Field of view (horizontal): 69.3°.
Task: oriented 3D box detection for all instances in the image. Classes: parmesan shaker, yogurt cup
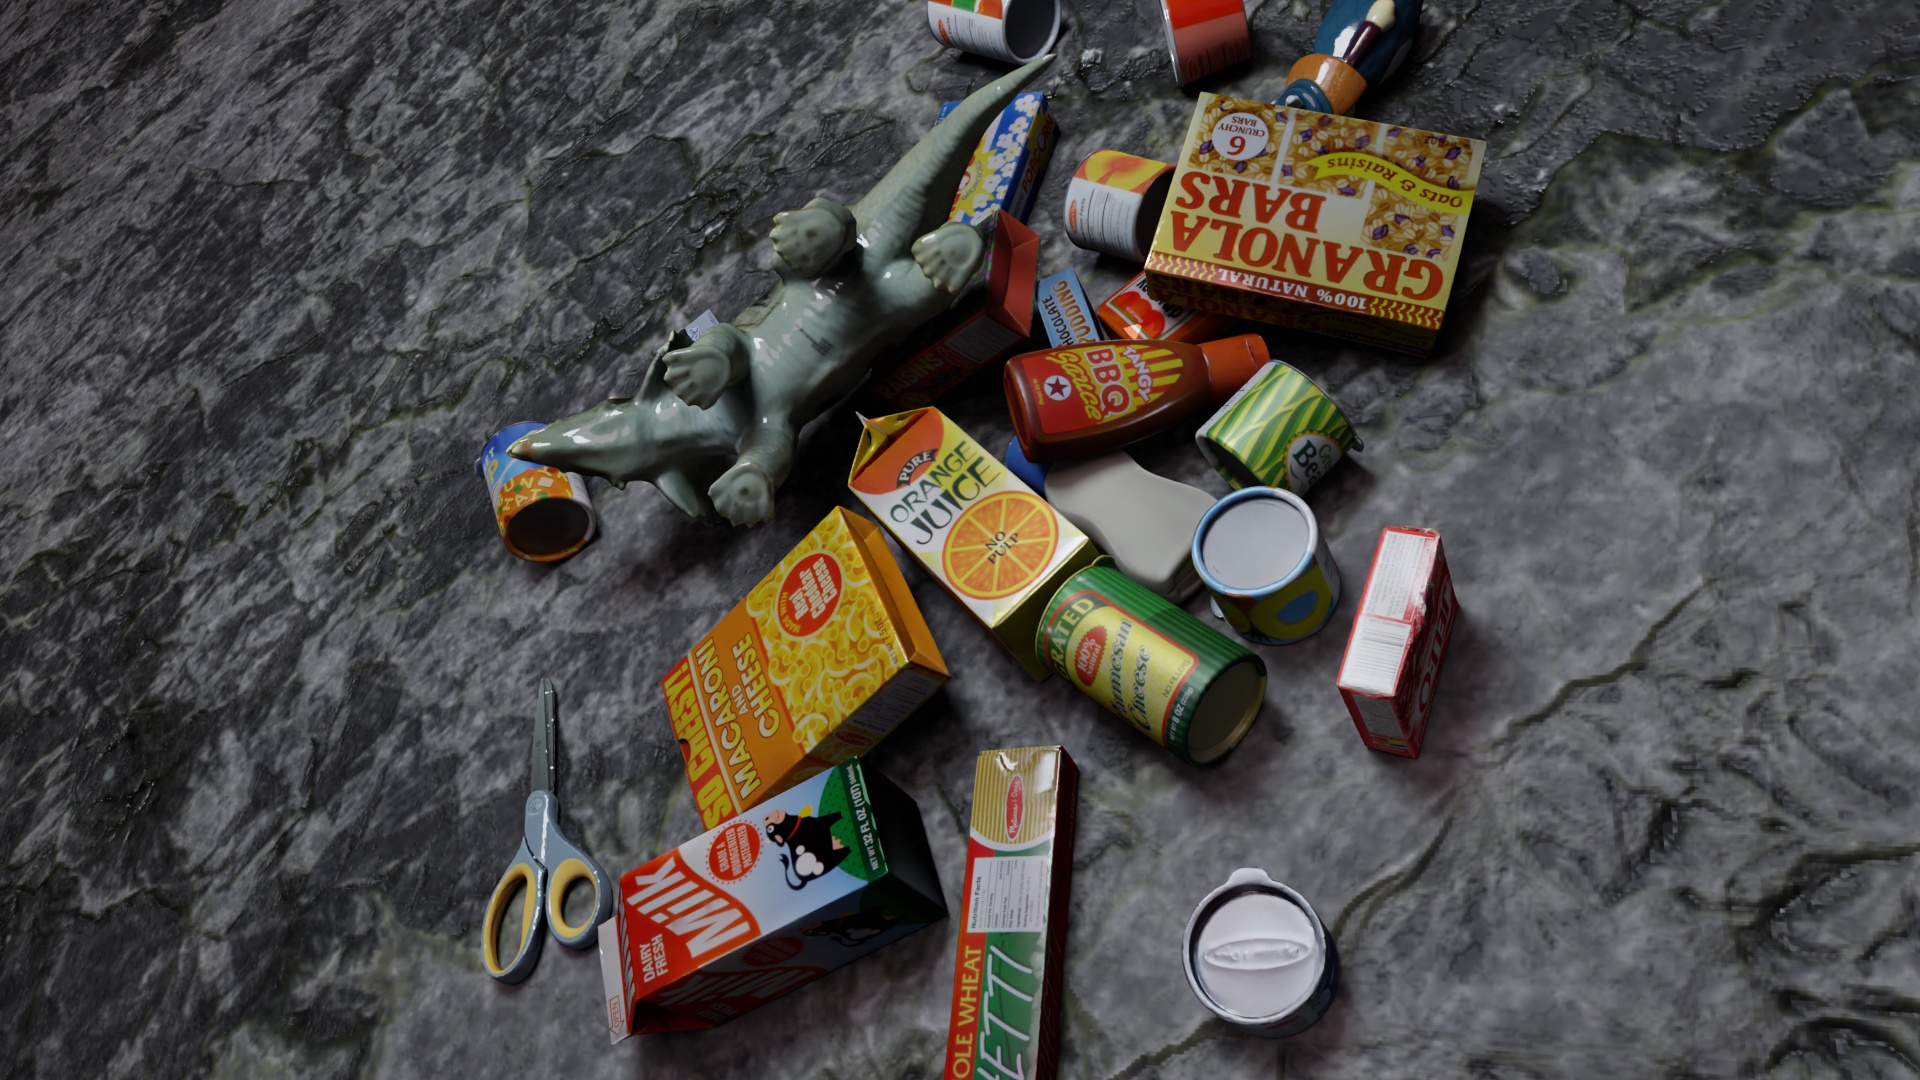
[{"bbox_3d":[0.099,0.061,0.718,0.103,0.071,0.071,32,78,39],"label":"parmesan shaker"},{"bbox_3d":[0.169,-0.353,0.957,0.054,0.072,0.073,-13,54,11],"label":"yogurt cup"}]

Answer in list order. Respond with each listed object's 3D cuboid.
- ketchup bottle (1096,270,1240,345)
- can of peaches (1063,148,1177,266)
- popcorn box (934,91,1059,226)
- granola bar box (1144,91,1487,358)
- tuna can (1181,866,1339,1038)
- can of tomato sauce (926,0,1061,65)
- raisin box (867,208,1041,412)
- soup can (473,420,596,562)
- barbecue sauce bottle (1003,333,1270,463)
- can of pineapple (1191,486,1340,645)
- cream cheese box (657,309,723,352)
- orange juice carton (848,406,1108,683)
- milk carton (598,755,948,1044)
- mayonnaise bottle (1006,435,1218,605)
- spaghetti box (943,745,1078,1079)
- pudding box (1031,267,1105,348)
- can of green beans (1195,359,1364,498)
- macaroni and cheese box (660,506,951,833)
[{"bbox_3d":[0.159,-0.163,0.850,0.149,0.043,0.065,-38,54,0],"label":"ketchup bottle"},{"bbox_3d":[0.111,-0.215,0.896,0.058,0.071,0.071,26,75,38],"label":"can of peaches"},{"bbox_3d":[0.011,-0.258,0.995,0.085,0.038,0.127,4,62,31],"label":"popcorn box"},{"bbox_3d":[0.203,-0.184,0.802,0.166,0.039,0.124,15,74,14],"label":"granola bar box"},{"bbox_3d":[0.138,0.189,0.637,0.071,0.032,0.071,-14,55,20],"label":"tuna can"},{"bbox_3d":[0.027,-0.406,1.065,0.083,0.071,0.071,29,77,37],"label":"can of tomato sauce"},{"bbox_3d":[-0.006,-0.146,0.898,0.123,0.040,0.086,-28,46,45],"label":"raisin box"},{"bbox_3d":[-0.306,-0.034,0.998,0.071,0.071,0.084,-34,50,5],"label":"soup can"},{"bbox_3d":[0.103,-0.088,0.799,0.149,0.043,0.065,-12,68,-8],"label":"barbecue sauce bottle"},{"bbox_3d":[0.158,0.014,0.724,0.071,0.057,0.071,-14,55,20],"label":"can of pineapple"},{"bbox_3d":[-0.181,-0.121,1.017,0.053,0.024,0.104,-39,50,2],"label":"cream cheese box"},{"bbox_3d":[0.003,-0.010,0.815,0.073,0.071,0.193,-43,50,-4],"label":"orange juice carton"},{"bbox_3d":[-0.111,0.197,0.739,0.190,0.073,0.072,-28,51,10],"label":"milk carton"},{"bbox_3d":[0.086,-0.022,0.799,0.065,0.041,0.148,-43,48,-12],"label":"mayonnaise bottle"},{"bbox_3d":[0.022,0.223,0.679,0.050,0.028,0.251,-8,57,24],"label":"spaghetti box"},{"bbox_3d":[0.073,-0.124,0.866,0.030,0.049,0.084,-23,52,12],"label":"pudding box"},{"bbox_3d":[0.171,-0.055,0.758,0.058,0.071,0.071,-44,50,-3],"label":"can of green beans"},{"bbox_3d":[-0.096,0.080,0.802,0.166,0.040,0.124,-43,49,17],"label":"macaroni and cheese box"}]
